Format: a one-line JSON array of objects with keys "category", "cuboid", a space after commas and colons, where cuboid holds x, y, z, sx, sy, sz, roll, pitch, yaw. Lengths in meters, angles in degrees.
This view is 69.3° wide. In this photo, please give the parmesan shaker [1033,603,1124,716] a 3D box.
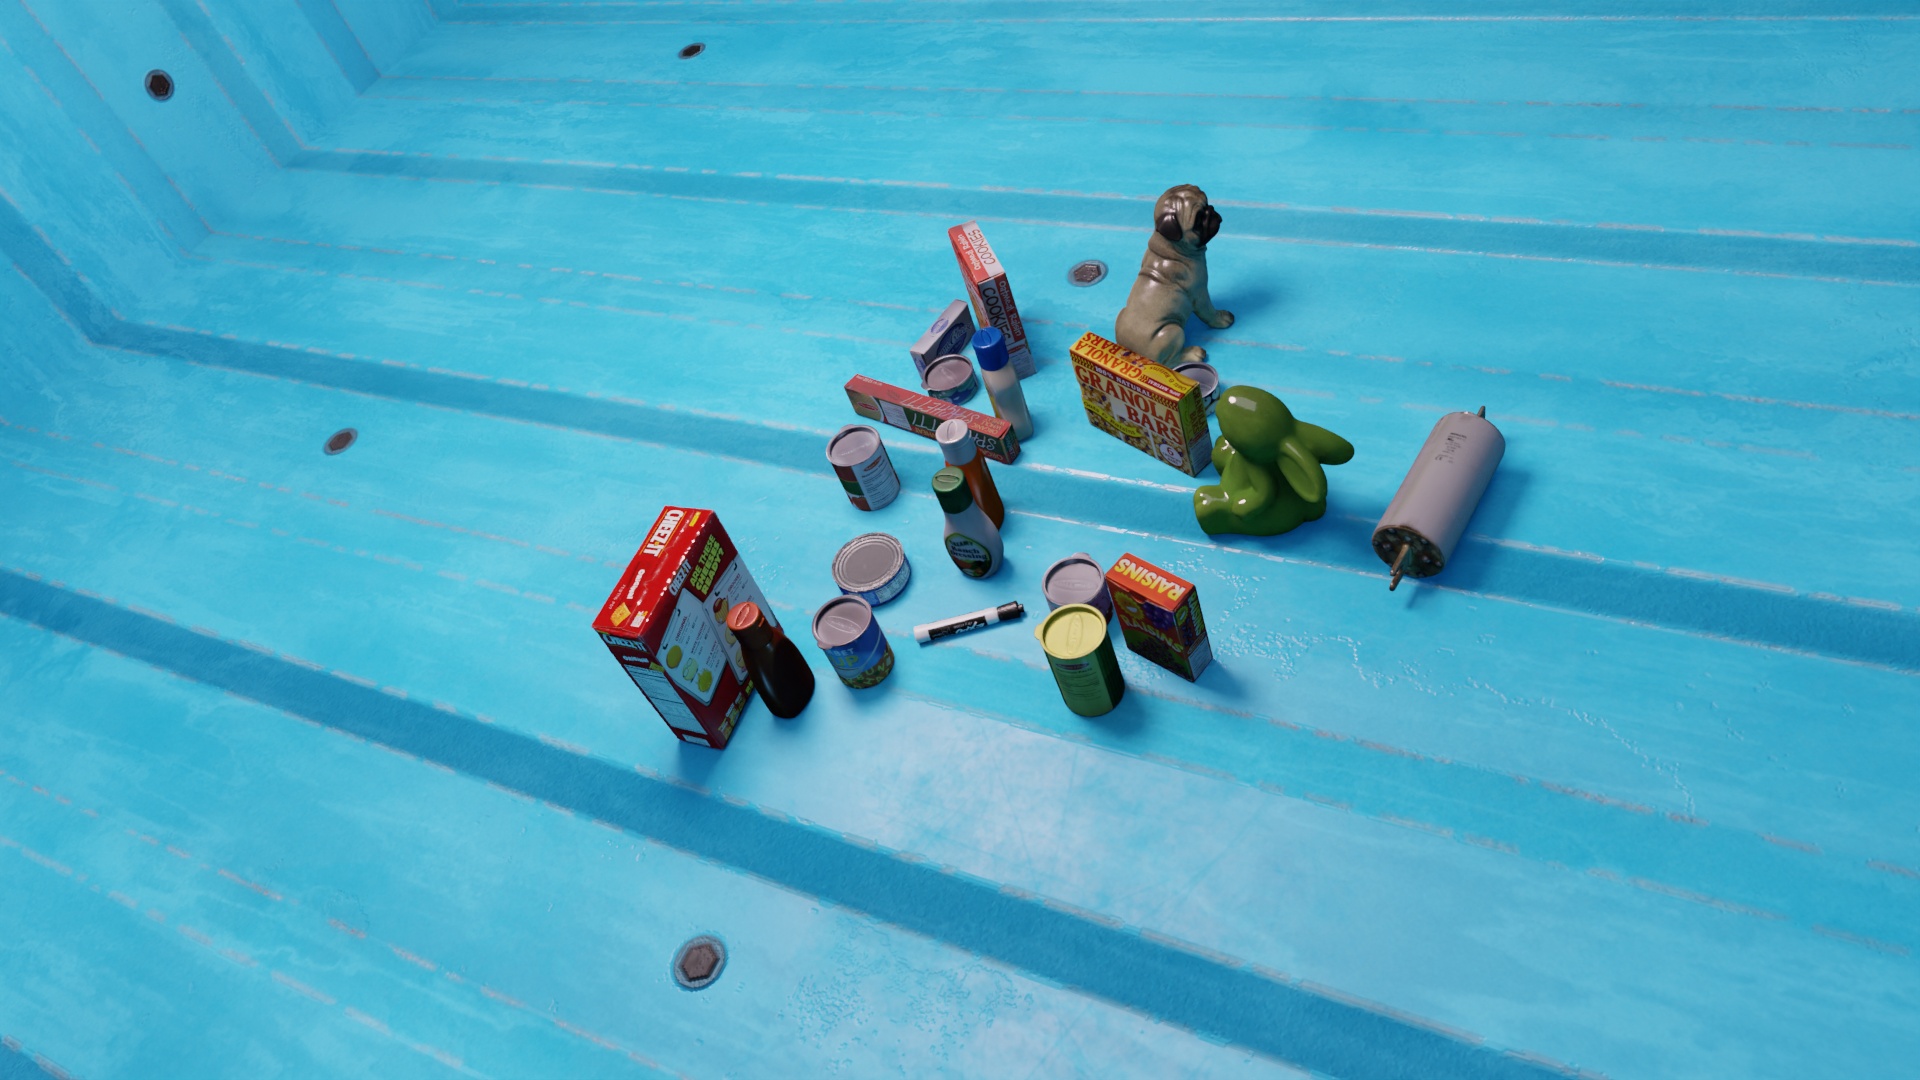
[{"category": "parmesan shaker", "cuboid": [0.118, 0.119, 1.370, 0.071, 0.102, 0.072, -10, 48, 12]}]

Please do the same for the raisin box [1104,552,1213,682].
[{"category": "raisin box", "cuboid": [0.195, 0.076, 1.366, 0.086, 0.122, 0.040, 28, 64, 36]}]

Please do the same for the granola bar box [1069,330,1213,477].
[{"category": "granola bar box", "cuboid": [0.203, -0.154, 1.565, 0.039, 0.123, 0.166, -43, 50, -18]}]

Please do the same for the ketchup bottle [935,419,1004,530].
[{"category": "ketchup bottle", "cuboid": [0.011, -0.072, 1.545, 0.043, 0.148, 0.065, -7, 49, 14]}]

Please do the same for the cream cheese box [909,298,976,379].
[{"category": "cream cheese box", "cuboid": [-0.021, -0.256, 1.784, 0.024, 0.053, 0.104, 21, 60, 33]}]

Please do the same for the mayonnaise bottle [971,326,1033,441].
[{"category": "mayonnaise bottle", "cuboid": [0.048, -0.185, 1.632, 0.041, 0.147, 0.065, -23, 47, 0]}]

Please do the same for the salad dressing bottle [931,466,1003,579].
[{"category": "salad dressing bottle", "cuboid": [0.005, -0.019, 1.501, 0.064, 0.147, 0.044, 8, 54, 26]}]

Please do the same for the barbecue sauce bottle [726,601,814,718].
[{"category": "barbecue sauce bottle", "cuboid": [-0.199, 0.122, 1.450, 0.043, 0.148, 0.065, 6, 53, 24]}]

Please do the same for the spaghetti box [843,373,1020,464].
[{"category": "spaghetti box", "cuboid": [-0.036, -0.149, 1.698, 0.250, 0.050, 0.029, 21, 60, 33]}]

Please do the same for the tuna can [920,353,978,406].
[{"category": "tuna can", "cuboid": [-0.014, -0.199, 1.746, 0.071, 0.032, 0.071, -10, 48, 11]}]

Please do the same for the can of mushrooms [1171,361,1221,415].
[{"category": "can of mushrooms", "cuboid": [0.269, -0.173, 1.620, 0.071, 0.033, 0.071, -10, 48, 11]}]

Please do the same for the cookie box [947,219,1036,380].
[{"category": "cookie box", "cuboid": [0.038, -0.295, 1.719, 0.040, 0.166, 0.123, -24, 47, -1]}]

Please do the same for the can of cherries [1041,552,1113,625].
[{"category": "can of cherries", "cuboid": [0.125, 0.057, 1.453, 0.071, 0.058, 0.072, -10, 48, 11]}]

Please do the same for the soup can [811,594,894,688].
[{"category": "soup can", "cuboid": [-0.115, 0.111, 1.474, 0.071, 0.083, 0.072, -10, 48, 11]}]

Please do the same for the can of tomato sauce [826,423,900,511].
[{"category": "can of tomato sauce", "cuboid": [-0.115, -0.087, 1.648, 0.071, 0.082, 0.071, -10, 48, 11]}]
